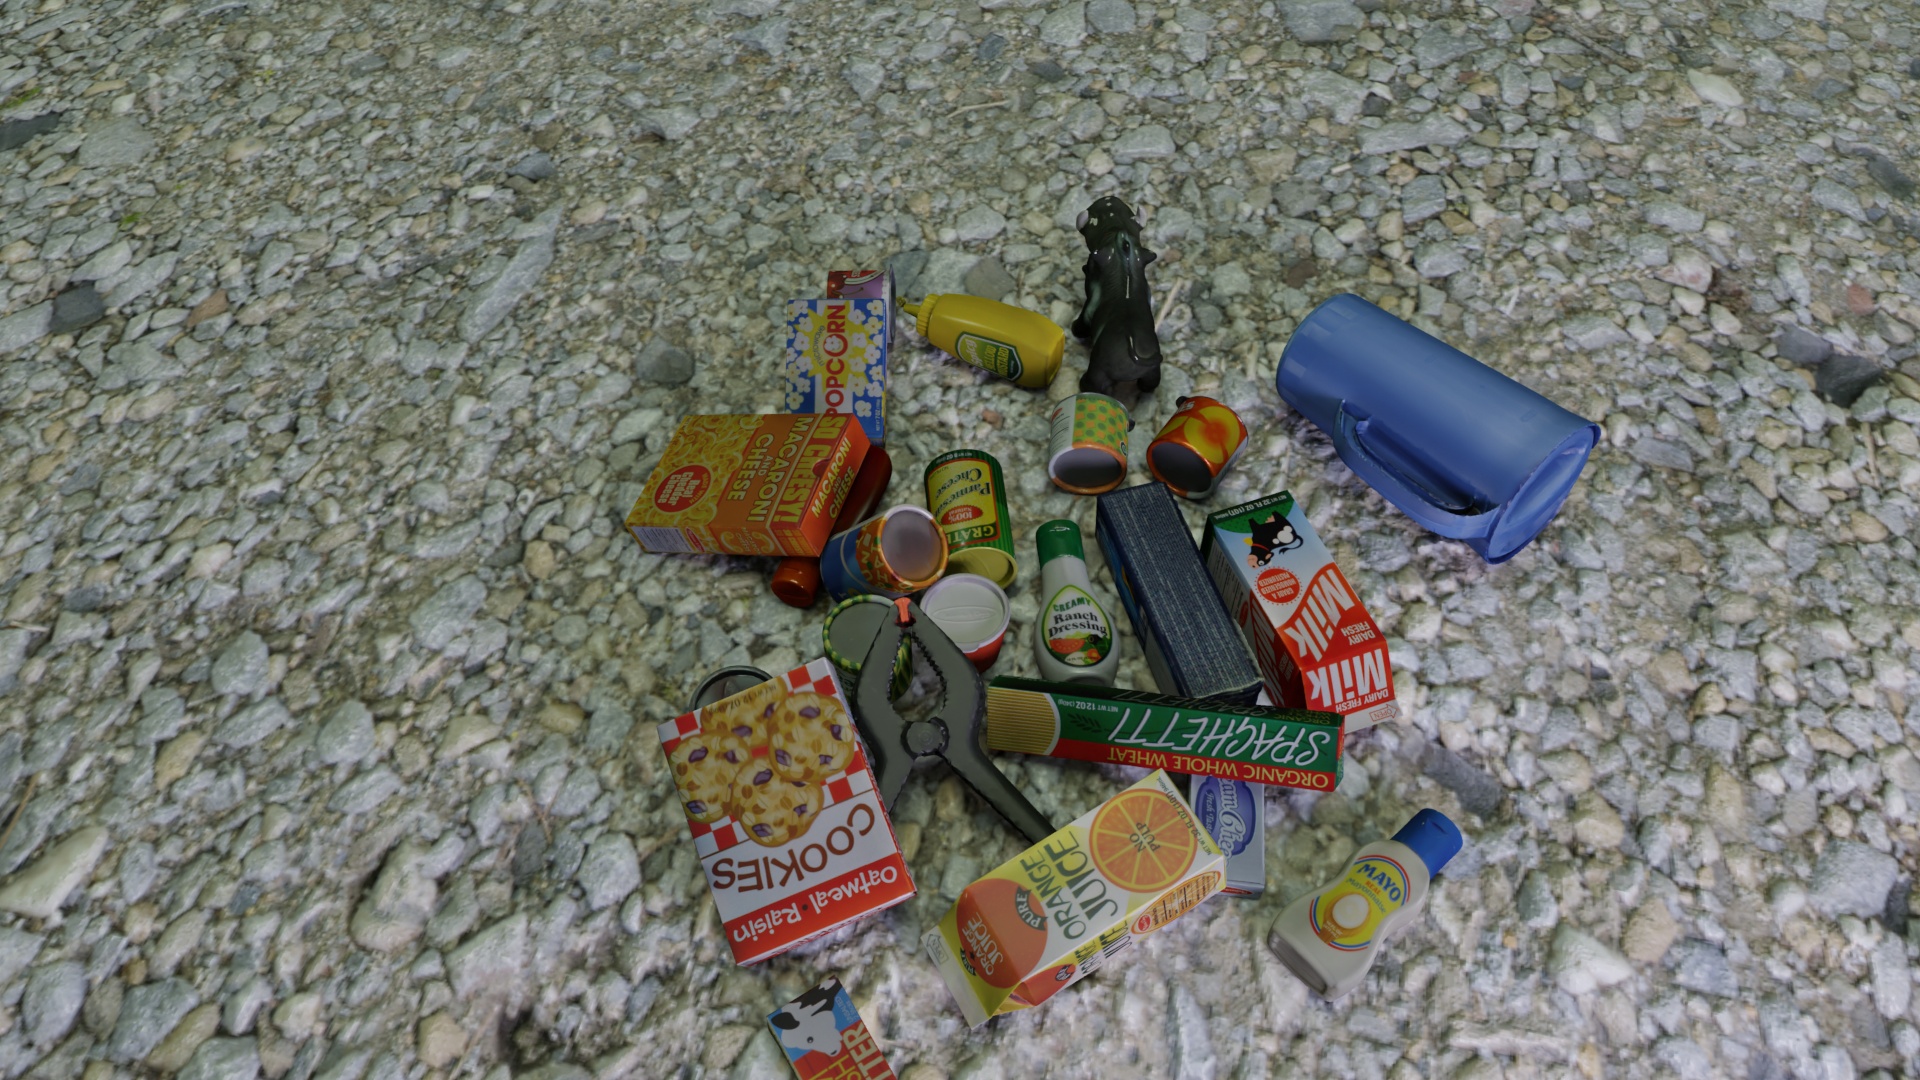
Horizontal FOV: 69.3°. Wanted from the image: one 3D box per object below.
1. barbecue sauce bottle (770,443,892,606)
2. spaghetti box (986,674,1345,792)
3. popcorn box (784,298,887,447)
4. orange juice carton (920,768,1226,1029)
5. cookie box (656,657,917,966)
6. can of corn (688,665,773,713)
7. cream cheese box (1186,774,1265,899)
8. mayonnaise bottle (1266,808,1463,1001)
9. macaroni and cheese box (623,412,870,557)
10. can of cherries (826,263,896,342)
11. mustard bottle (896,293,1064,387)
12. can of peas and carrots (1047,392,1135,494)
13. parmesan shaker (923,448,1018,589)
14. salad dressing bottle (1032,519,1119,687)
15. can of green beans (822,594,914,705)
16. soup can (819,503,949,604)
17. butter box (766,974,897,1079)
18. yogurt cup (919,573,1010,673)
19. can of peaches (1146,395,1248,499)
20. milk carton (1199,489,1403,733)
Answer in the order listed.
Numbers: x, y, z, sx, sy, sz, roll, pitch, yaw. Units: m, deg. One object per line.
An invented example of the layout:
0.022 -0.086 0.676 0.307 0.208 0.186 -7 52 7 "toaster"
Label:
-0.108 -0.015 1.123 0.065 0.043 0.149 11 54 17 "barbecue sauce bottle"
0.140 0.134 0.973 0.250 0.050 0.029 5 15 17 "spaghetti box"
-0.106 -0.144 1.195 0.085 0.038 0.127 0 77 0 "popcorn box"
0.073 0.236 0.901 0.193 0.072 0.072 -30 58 -7 "orange juice carton"
-0.115 0.180 0.924 0.123 0.040 0.168 -22 75 -2 "cookie box"
-0.155 0.132 1.001 0.071 0.058 0.071 0 53 1 "can of corn"
0.184 0.195 0.971 0.053 0.024 0.104 6 53 4 "cream cheese box"
0.275 0.237 0.928 0.148 0.041 0.065 -35 58 -23 "mayonnaise bottle"
-0.171 -0.046 1.118 0.166 0.040 0.124 1 51 26 "macaroni and cheese box"
-0.089 -0.214 1.257 0.058 0.071 0.072 0 53 2 "can of cherries"
0.012 -0.186 1.237 0.160 0.065 0.049 21 57 15 "mustard bottle"
0.109 -0.079 1.156 0.071 0.070 0.059 4 54 4 "can of peas and carrots"
0.004 -0.014 1.107 0.071 0.071 0.103 -5 53 -3 "parmesan shaker"
0.084 0.052 1.069 0.064 0.043 0.148 -4 53 -3 "salad dressing bottle"
-0.069 0.083 1.038 0.071 0.057 0.071 0 53 1 "can of green beans"
-0.058 0.016 1.061 0.071 0.083 0.071 13 68 -34 "soup can"
-0.075 0.331 0.870 0.053 0.024 0.104 -28 57 -18 "butter box"
0.003 0.066 1.053 0.072 0.053 0.073 0 53 0 "yogurt cup"
0.194 -0.078 1.153 0.071 0.071 0.058 28 59 20 "can of peaches"
0.253 0.062 1.042 0.072 0.073 0.191 -16 54 -11 "milk carton"
